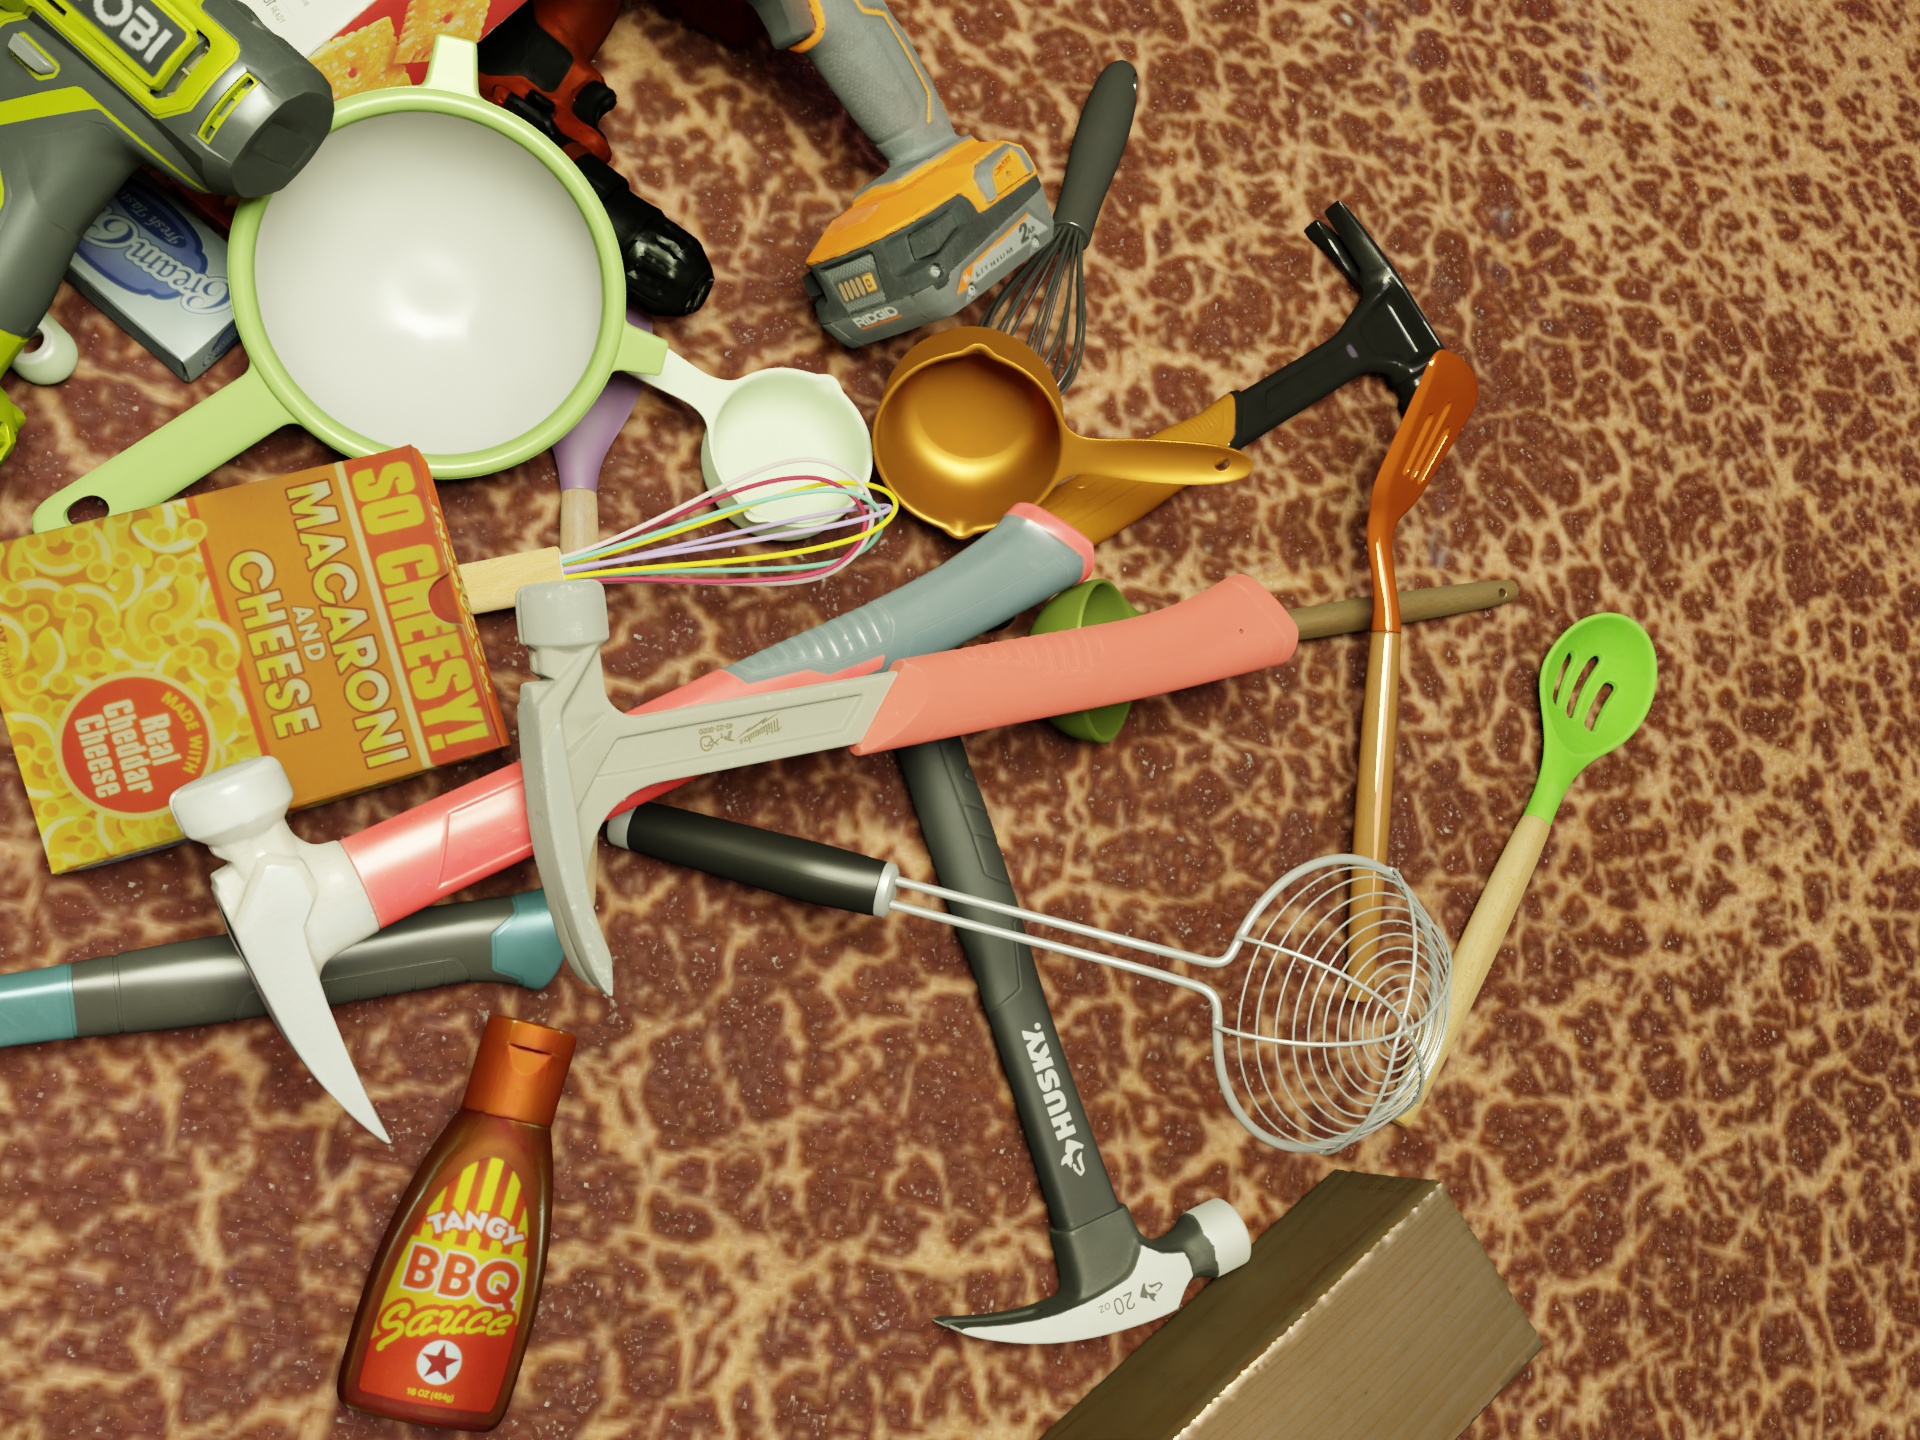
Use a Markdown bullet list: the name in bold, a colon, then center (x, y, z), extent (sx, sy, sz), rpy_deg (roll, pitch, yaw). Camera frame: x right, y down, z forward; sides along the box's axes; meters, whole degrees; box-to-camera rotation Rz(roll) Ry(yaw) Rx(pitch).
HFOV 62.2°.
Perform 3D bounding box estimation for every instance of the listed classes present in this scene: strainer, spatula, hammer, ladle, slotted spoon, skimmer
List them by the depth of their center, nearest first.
- **hammer**: center (-0.308, 0.101, 0.581), extent (0.331, 0.033, 0.128), rpy_deg (-6, 108, -27)
- **hammer**: center (-0.093, 0.013, 0.642), extent (0.386, 0.038, 0.143), rpy_deg (-27, 106, -29)
- **strainer**: center (-0.261, -0.150, 0.653), extent (0.256, 0.069, 0.151), rpy_deg (-34, 116, -4)
- **hammer**: center (-0.001, -0.002, 0.657), extent (0.359, 0.037, 0.149), rpy_deg (-11, 100, -32)
- **skimmer**: center (0.031, 0.088, 0.684), extent (0.363, 0.090, 0.127), rpy_deg (14, 88, 8)
- **spatula**: center (-0.166, -0.075, 0.700), extent (0.059, 0.018, 0.316), rpy_deg (2, 76, -20)
- **hammer**: center (0.015, 0.113, 0.720), extent (0.146, 0.035, 0.335), rpy_deg (-16, 84, -25)
- **spatula**: center (0.220, -0.019, 0.797), extent (0.081, 0.041, 0.322), rpy_deg (6, 88, -58)
- **ladle**: center (0.172, -0.047, 0.808), extent (0.320, 0.062, 0.078), rpy_deg (-10, 101, -26)
- **hammer**: center (0.118, -0.149, 0.820), extent (0.337, 0.034, 0.127), rpy_deg (-34, 93, -24)
- **slotted spoon**: center (0.294, 0.074, 0.844), extent (0.070, 0.031, 0.314), rpy_deg (36, 70, -11)

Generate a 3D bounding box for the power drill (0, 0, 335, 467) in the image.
- **power drill**: center (-0.359, -0.199, 0.565), extent (0.171, 0.080, 0.223), rpy_deg (42, 96, -5)

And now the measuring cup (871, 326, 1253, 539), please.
- **measuring cup**: center (0.047, -0.134, 0.738), extent (0.173, 0.095, 0.052), rpy_deg (5, 33, -2)

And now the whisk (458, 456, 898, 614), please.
- **whisk**: center (-0.146, -0.068, 0.673), extent (0.245, 0.051, 0.047), rpy_deg (-12, 68, -8)

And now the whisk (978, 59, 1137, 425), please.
- **whisk**: center (0.054, -0.250, 0.812), extent (0.055, 0.055, 0.239), rpy_deg (24, 66, -15)

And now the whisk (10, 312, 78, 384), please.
- **whisk**: center (-0.438, -0.227, 0.612), extent (0.058, 0.059, 0.246), rpy_deg (-44, 101, -12)

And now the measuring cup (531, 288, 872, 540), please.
- **measuring cup**: center (-0.120, -0.142, 0.724), extent (0.167, 0.038, 0.083), rpy_deg (30, 69, -10)

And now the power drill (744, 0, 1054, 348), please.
- **power drill**: center (-0.059, -0.288, 0.703), extent (0.164, 0.084, 0.226), rpy_deg (-47, 120, -41)
